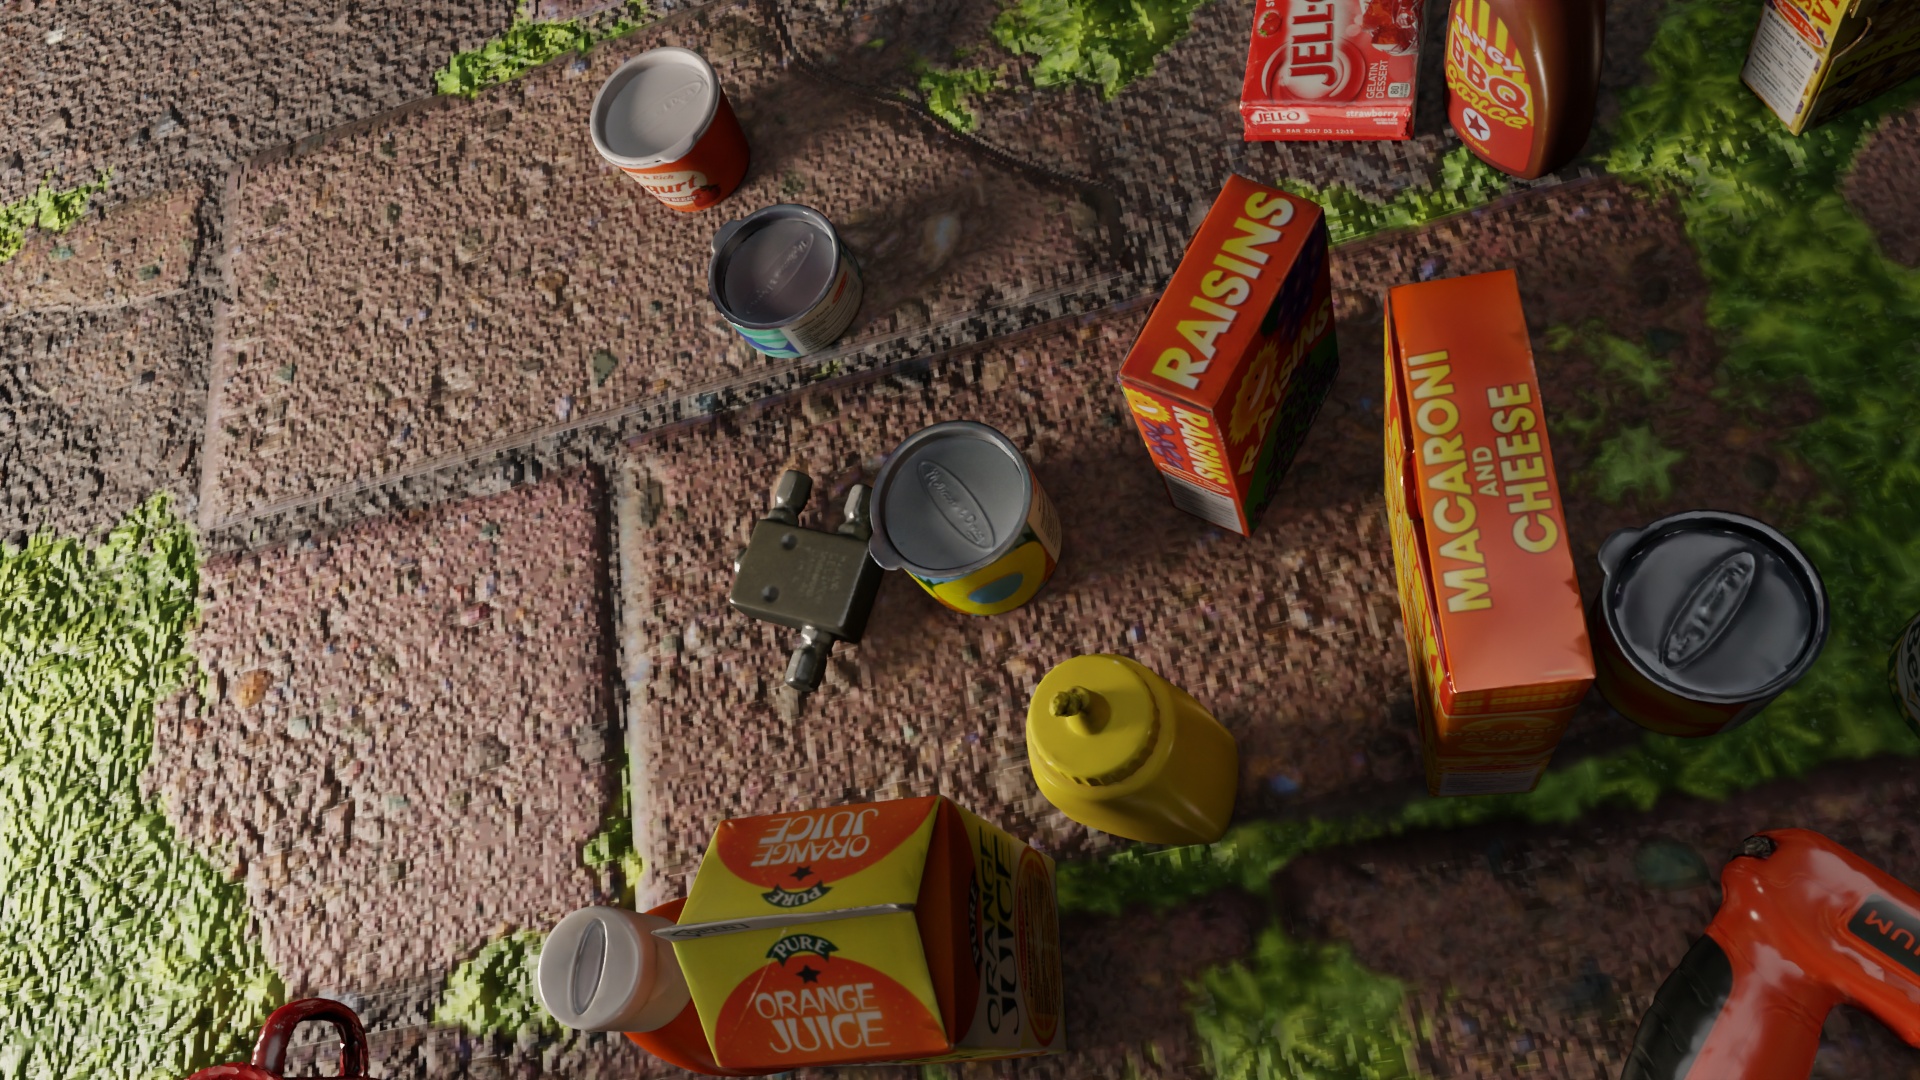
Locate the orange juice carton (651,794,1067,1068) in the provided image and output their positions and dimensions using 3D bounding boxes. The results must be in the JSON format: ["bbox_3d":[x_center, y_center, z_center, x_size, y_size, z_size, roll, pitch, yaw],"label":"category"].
[{"bbox_3d":[-0.022,0.129,0.446,0.072,0.192,0.073,-9,68,14],"label":"orange juice carton"}]

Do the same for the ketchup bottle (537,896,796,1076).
[{"bbox_3d":[-0.092,0.153,0.483,0.043,0.148,0.065,0,71,18],"label":"ketchup bottle"}]

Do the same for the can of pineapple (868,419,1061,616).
[{"bbox_3d":[0.002,-0.007,0.565,0.071,0.057,0.071,-6,69,15],"label":"can of pineapple"}]

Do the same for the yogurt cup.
[{"bbox_3d":[-0.139,-0.199,0.684,0.072,0.054,0.072,-6,69,15],"label":"yogurt cup"}]

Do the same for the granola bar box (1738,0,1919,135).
[{"bbox_3d":[0.380,-0.231,0.496,0.165,0.124,0.039,-28,65,6],"label":"granola bar box"}]

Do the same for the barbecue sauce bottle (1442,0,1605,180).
[{"bbox_3d":[0.213,-0.201,0.523,0.043,0.148,0.065,-37,64,2],"label":"barbecue sauce bottle"}]

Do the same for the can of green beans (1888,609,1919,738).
[{"bbox_3d":[0.342,0.039,0.442,0.071,0.057,0.071,-6,69,15],"label":"can of green beans"}]

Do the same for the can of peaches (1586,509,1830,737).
[{"bbox_3d":[0.249,0.028,0.475,0.071,0.058,0.071,-6,69,15],"label":"can of peaches"}]

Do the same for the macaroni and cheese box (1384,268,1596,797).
[{"bbox_3d":[0.163,0.008,0.449,0.040,0.166,0.124,-8,68,15],"label":"macaroni and cheese box"}]

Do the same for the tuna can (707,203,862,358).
[{"bbox_3d":[-0.083,-0.122,0.649,0.071,0.032,0.071,-6,69,15],"label":"tuna can"}]

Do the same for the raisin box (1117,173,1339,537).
[{"bbox_3d":[0.104,-0.064,0.519,0.040,0.123,0.086,26,80,24],"label":"raisin box"}]

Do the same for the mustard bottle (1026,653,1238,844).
[{"bbox_3d":[0.055,0.069,0.463,0.065,0.160,0.049,5,72,19],"label":"mustard bottle"}]
